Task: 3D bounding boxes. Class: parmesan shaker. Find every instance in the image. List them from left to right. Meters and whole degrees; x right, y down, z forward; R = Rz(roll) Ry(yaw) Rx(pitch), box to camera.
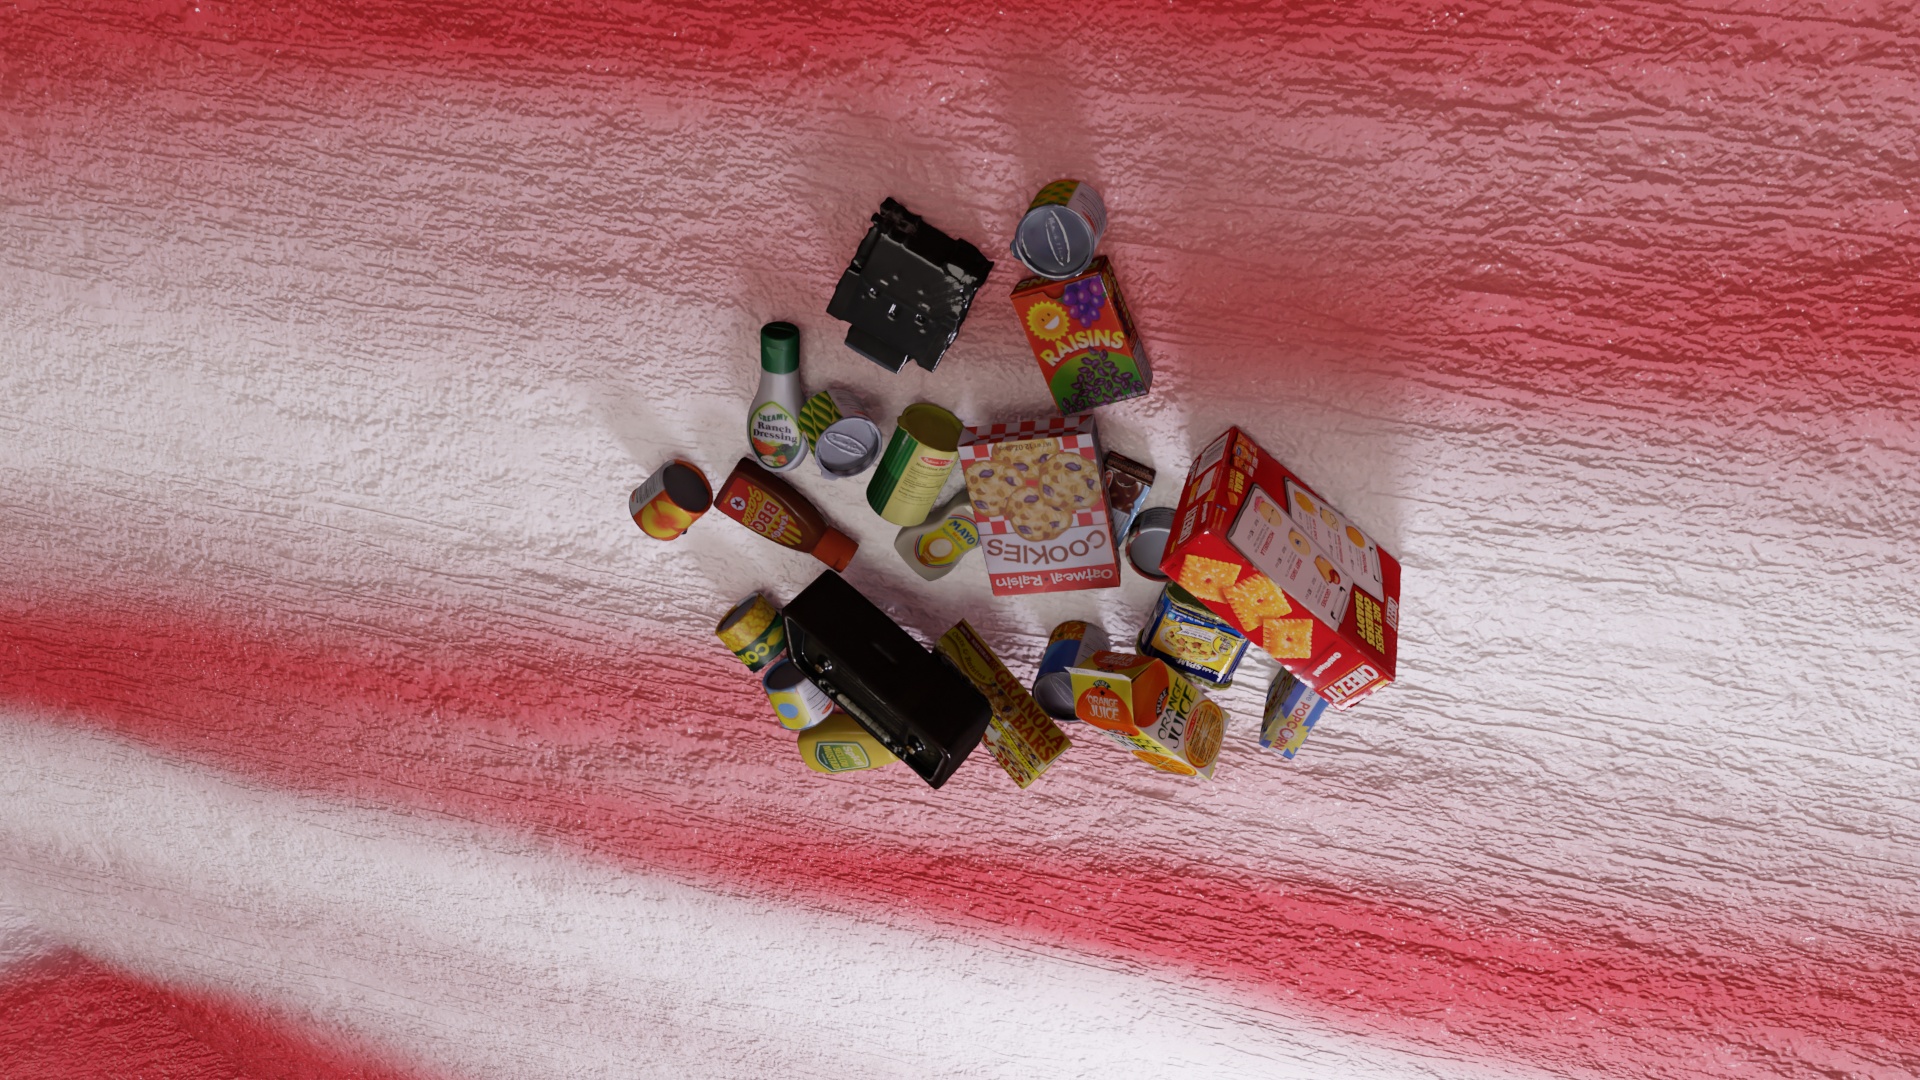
[{"bbox_3d":[-0.045,-0.072,1.317,0.071,0.072,0.102,28,129,-3],"label":"parmesan shaker"}]

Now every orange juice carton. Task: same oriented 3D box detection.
[{"bbox_3d":[0.181,0.164,1.355,0.072,0.073,0.192,5,156,44],"label":"orange juice carton"}]

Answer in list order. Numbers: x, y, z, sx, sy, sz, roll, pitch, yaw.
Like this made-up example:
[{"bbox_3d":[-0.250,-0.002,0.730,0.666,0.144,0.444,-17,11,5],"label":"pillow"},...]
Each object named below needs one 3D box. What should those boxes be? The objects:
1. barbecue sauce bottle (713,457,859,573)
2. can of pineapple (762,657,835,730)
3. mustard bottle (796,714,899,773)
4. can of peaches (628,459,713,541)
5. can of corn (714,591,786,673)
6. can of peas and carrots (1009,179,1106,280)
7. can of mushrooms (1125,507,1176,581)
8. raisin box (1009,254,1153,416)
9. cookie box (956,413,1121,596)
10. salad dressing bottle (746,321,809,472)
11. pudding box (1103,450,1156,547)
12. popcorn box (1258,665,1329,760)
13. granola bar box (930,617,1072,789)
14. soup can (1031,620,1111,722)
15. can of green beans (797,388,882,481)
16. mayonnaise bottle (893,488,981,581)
[{"bbox_3d":[-0.174,-0.021,1.412,0.148,0.044,0.064,33,127,-8],"label":"barbecue sauce bottle"},{"bbox_3d":[-0.181,0.168,1.538,0.071,0.071,0.057,-7,122,23],"label":"can of pineapple"},{"bbox_3d":[-0.104,0.226,1.566,0.160,0.049,0.065,-8,123,23],"label":"mustard bottle"},{"bbox_3d":[-0.294,-0.041,1.424,0.071,0.071,0.058,43,126,-15],"label":"can of peaches"},{"bbox_3d":[-0.223,0.099,1.499,0.071,0.071,0.058,-29,111,33],"label":"can of corn"},{"bbox_3d":[0.081,-0.257,1.148,0.071,0.059,0.070,9,127,12],"label":"can of peas and carrots"},{"bbox_3d":[0.191,0.006,1.320,0.071,0.034,0.070,8,127,11],"label":"can of mushrooms"},{"bbox_3d":[0.106,-0.177,1.210,0.086,0.040,0.123,-12,120,26],"label":"raisin box"},{"bbox_3d":[0.075,-0.029,1.280,0.123,0.040,0.166,-5,122,15],"label":"cookie box"},{"bbox_3d":[-0.173,-0.137,1.327,0.064,0.044,0.146,11,127,7],"label":"salad dressing bottle"},{"bbox_3d":[0.145,-0.038,1.305,0.050,0.030,0.083,24,129,1],"label":"pudding box"},{"bbox_3d":[0.333,0.137,1.335,0.038,0.085,0.126,23,129,3],"label":"popcorn box"},{"bbox_3d":[0.033,0.170,1.415,0.166,0.039,0.123,49,159,11],"label":"granola bar box"},{"bbox_3d":[0.111,0.132,1.405,0.071,0.084,0.071,9,127,12],"label":"soup can"},{"bbox_3d":[-0.114,-0.101,1.308,0.071,0.058,0.071,-13,128,-18],"label":"can of green beans"},{"bbox_3d":[0.005,-0.017,1.358,0.147,0.041,0.064,-33,110,33],"label":"mayonnaise bottle"}]
